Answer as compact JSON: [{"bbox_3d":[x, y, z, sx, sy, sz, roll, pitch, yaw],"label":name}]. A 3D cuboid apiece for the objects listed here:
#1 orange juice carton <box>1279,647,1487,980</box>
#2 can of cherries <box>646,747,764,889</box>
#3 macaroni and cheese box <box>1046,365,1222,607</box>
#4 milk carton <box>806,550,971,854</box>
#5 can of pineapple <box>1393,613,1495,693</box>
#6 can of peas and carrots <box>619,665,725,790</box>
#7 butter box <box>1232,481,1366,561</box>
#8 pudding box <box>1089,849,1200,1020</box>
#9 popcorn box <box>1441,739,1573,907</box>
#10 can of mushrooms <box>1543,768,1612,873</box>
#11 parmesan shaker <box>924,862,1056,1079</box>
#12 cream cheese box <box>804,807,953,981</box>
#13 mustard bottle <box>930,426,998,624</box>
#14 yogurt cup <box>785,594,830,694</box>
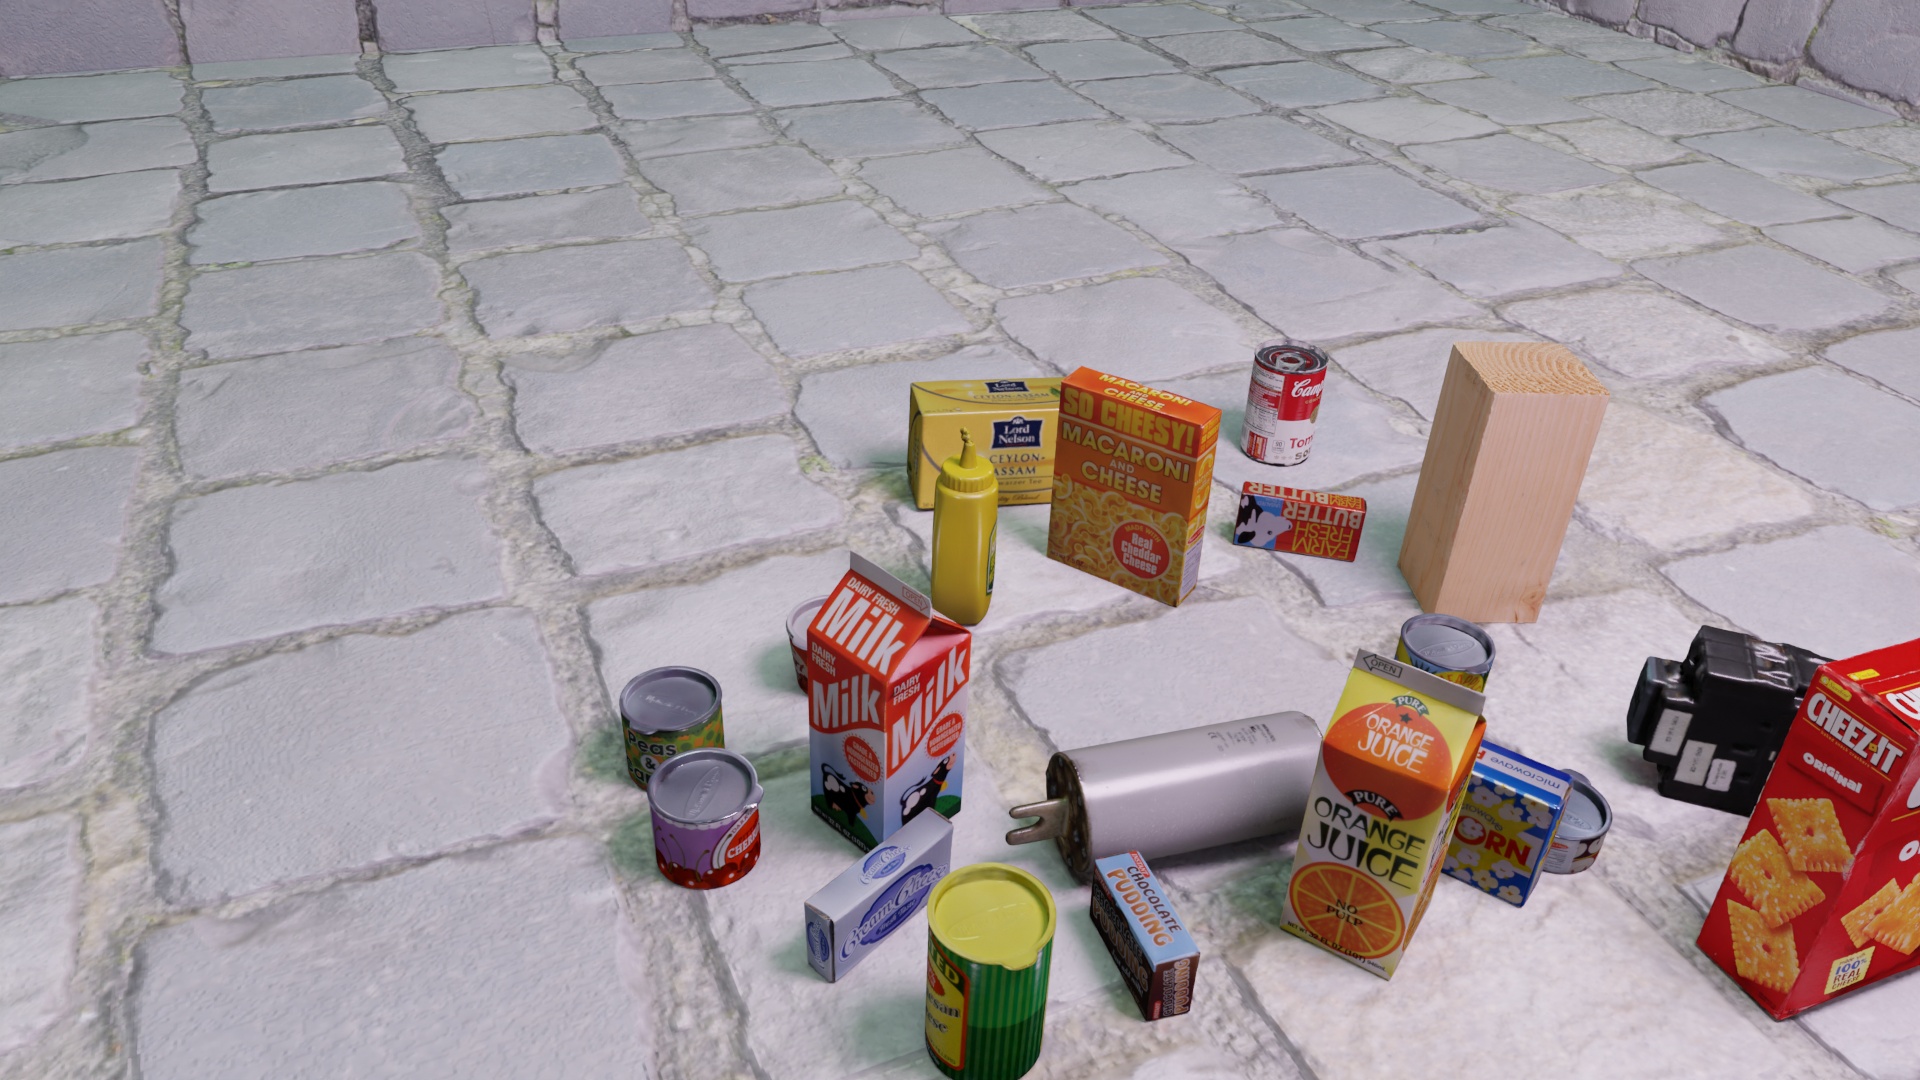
[{"bbox_3d":[0.243,0.149,0.792,0.072,0.191,0.073,21,37,27],"label":"orange juice carton"},{"bbox_3d":[-0.154,0.172,0.853,0.071,0.058,0.072,2,33,-1],"label":"can of cherries"},{"bbox_3d":[0.135,-0.043,1.104,0.124,0.165,0.040,21,37,26],"label":"macaroni and cheese box"},{"bbox_3d":[-0.044,0.098,0.853,0.072,0.189,0.074,29,41,35],"label":"milk carton"},{"bbox_3d":[0.347,0.096,1.004,0.071,0.057,0.071,2,33,-1],"label":"can of pineapple"},{"bbox_3d":[-0.191,0.127,0.919,0.071,0.058,0.071,2,33,-1],"label":"can of peas and carrots"},{"bbox_3d":[0.286,-0.016,1.175,0.103,0.052,0.024,9,33,9],"label":"butter box"},{"bbox_3d":[0.104,0.225,0.797,0.030,0.049,0.084,-9,35,-17],"label":"pudding box"},{"bbox_3d":[0.307,0.163,0.873,0.127,0.084,0.038,23,38,28],"label":"popcorn box"},{"bbox_3d":[0.384,0.180,0.900,0.071,0.033,0.071,2,33,-1],"label":"can of mushrooms"},{"bbox_3d":[0.015,0.232,0.731,0.071,0.102,0.072,2,33,-1],"label":"parmesan shaker"},{"bbox_3d":[-0.046,0.206,0.812,0.024,0.053,0.104,27,40,32],"label":"cream cheese box"},{"bbox_3d":[0.004,-0.013,1.054,0.049,0.159,0.066,5,33,5],"label":"mustard bottle"},{"bbox_3d":[-0.091,0.079,1.003,0.072,0.053,0.073,2,33,-1],"label":"yogurt cup"}]
